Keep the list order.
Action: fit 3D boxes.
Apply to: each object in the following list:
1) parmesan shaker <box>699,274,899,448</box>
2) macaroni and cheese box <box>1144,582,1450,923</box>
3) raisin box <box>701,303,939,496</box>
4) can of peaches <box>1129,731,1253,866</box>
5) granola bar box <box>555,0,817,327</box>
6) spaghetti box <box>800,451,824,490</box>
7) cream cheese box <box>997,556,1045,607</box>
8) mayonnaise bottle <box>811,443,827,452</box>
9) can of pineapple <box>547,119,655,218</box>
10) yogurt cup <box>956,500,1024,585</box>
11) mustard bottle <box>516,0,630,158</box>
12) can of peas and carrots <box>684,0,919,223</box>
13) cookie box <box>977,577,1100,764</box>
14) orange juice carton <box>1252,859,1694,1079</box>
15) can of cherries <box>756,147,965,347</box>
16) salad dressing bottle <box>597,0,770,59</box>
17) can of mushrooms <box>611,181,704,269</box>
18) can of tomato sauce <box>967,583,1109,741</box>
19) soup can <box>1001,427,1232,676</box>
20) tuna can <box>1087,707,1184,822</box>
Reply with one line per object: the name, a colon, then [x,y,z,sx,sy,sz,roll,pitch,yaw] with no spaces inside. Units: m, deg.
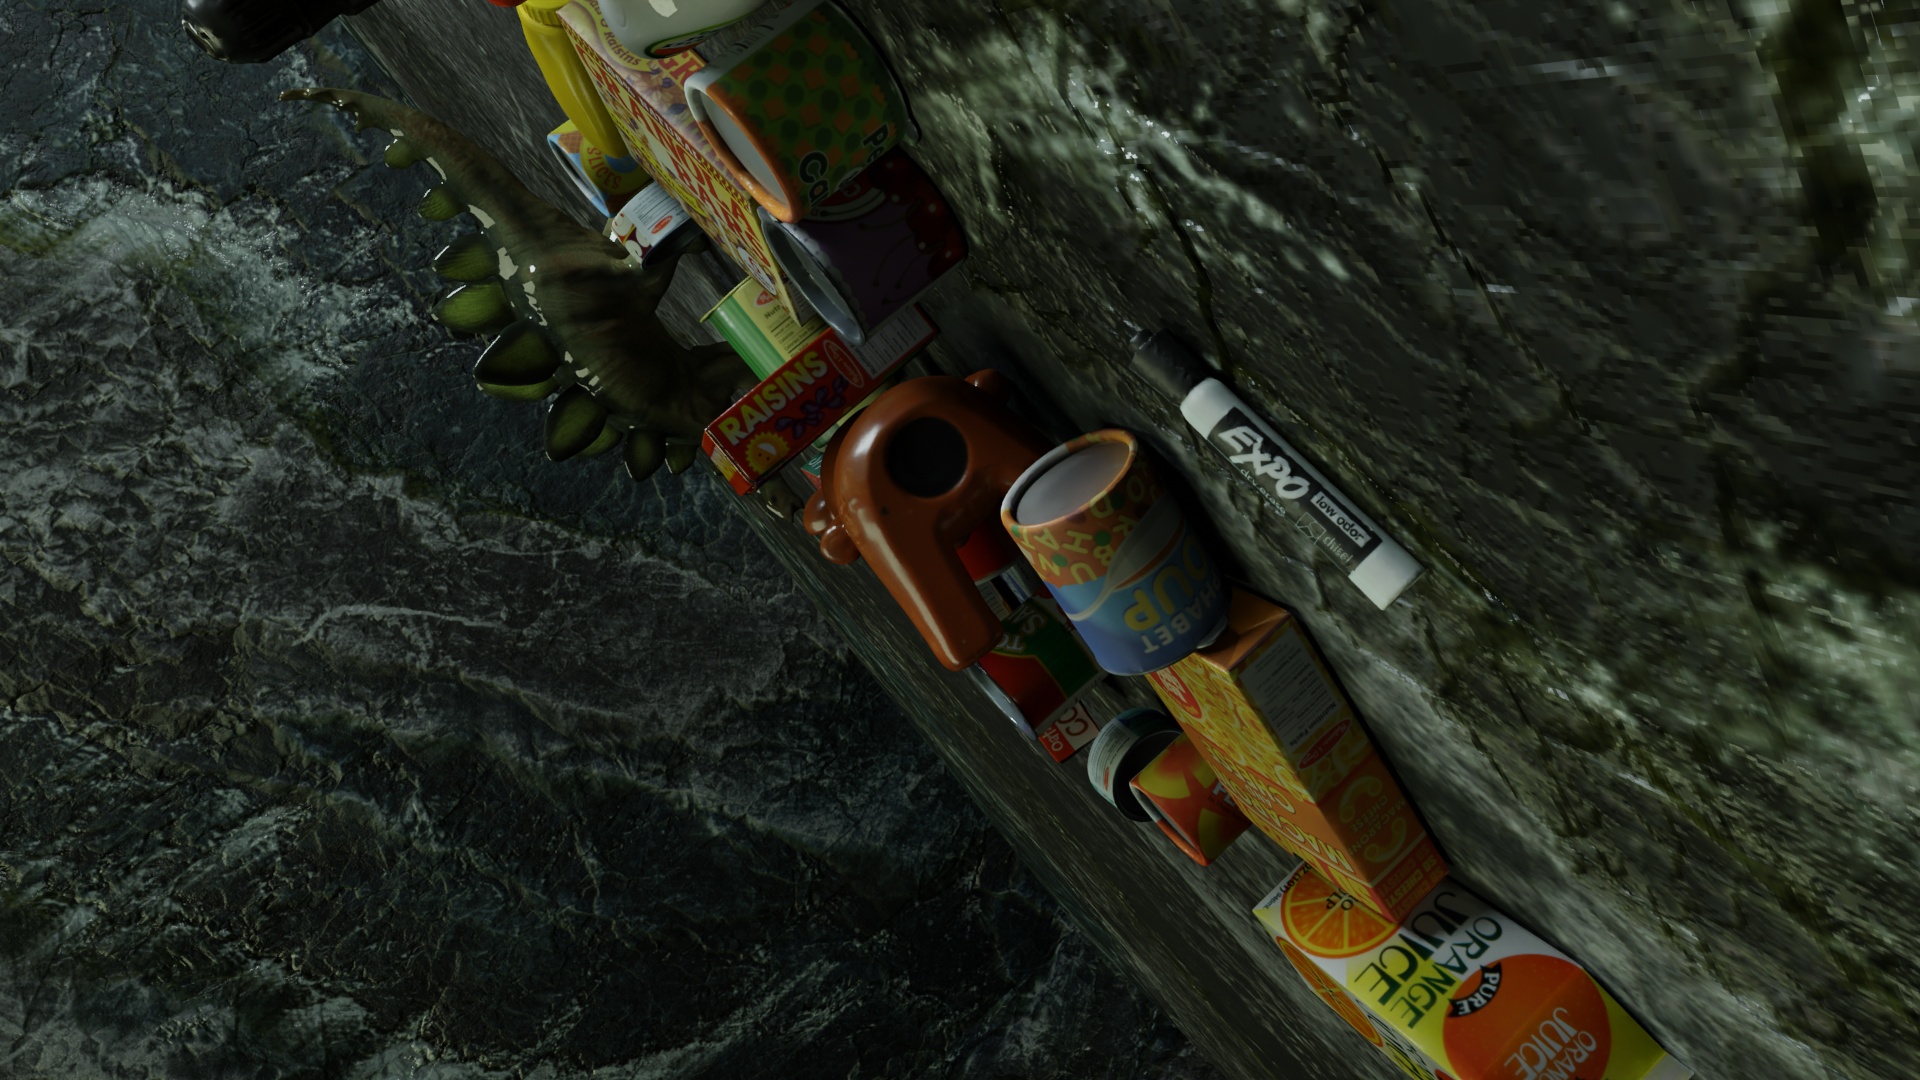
parmesan shaker: [-0.095,-0.112,0.829,0.103,0.071,0.071,51,170,-9]
macaroni and cheese box: [0.140,0.087,0.643,0.166,0.040,0.124,54,170,-24]
raisin box: [-0.075,-0.077,0.723,0.040,0.123,0.086,51,169,-7]
can of peaches: [0.142,0.148,0.810,0.071,0.058,0.071,48,170,11]
granola bar box: [-0.134,-0.206,0.741,0.166,0.039,0.124,46,170,20]
spaghetti box: [-0.060,-0.042,1.005,0.028,0.050,0.250,54,169,-21]
cream cheese box: [0.049,0.032,0.881,0.103,0.024,0.053,55,170,-29]
mayonnaise bottle: [-0.103,-0.095,1.025,0.064,0.041,0.148,52,171,-6]
can of pineapple: [-0.227,-0.254,0.910,0.071,0.058,0.071,47,169,12]
yogurt cup: [0.003,-0.010,0.814,0.053,0.072,0.072,62,166,-20]
mustard bottle: [-0.214,-0.281,0.781,0.065,0.049,0.159,46,169,13]
can of peas and carrots: [-0.060,-0.161,0.528,0.071,0.059,0.070,48,170,11]
cookie box: [0.026,0.060,0.962,0.167,0.040,0.123,55,-177,-30]
orange juice carton: [0.228,0.210,0.631,0.073,0.072,0.193,54,169,-27]
can of cherries: [-0.041,-0.126,0.579,0.071,0.058,0.071,48,171,11]
salad dressing bottle: [-0.083,-0.202,0.481,0.147,0.064,0.044,16,136,59]
can of mushrooms: [-0.191,-0.208,0.901,0.033,0.071,0.071,51,170,-5]
can of tomato sauce: [0.052,0.064,0.817,0.071,0.083,0.071,47,170,12]
soup can: [0.067,0.005,0.580,0.083,0.071,0.071,54,169,-25]
tuna can: [0.118,0.141,0.880,0.071,0.071,0.033,56,169,-32]
